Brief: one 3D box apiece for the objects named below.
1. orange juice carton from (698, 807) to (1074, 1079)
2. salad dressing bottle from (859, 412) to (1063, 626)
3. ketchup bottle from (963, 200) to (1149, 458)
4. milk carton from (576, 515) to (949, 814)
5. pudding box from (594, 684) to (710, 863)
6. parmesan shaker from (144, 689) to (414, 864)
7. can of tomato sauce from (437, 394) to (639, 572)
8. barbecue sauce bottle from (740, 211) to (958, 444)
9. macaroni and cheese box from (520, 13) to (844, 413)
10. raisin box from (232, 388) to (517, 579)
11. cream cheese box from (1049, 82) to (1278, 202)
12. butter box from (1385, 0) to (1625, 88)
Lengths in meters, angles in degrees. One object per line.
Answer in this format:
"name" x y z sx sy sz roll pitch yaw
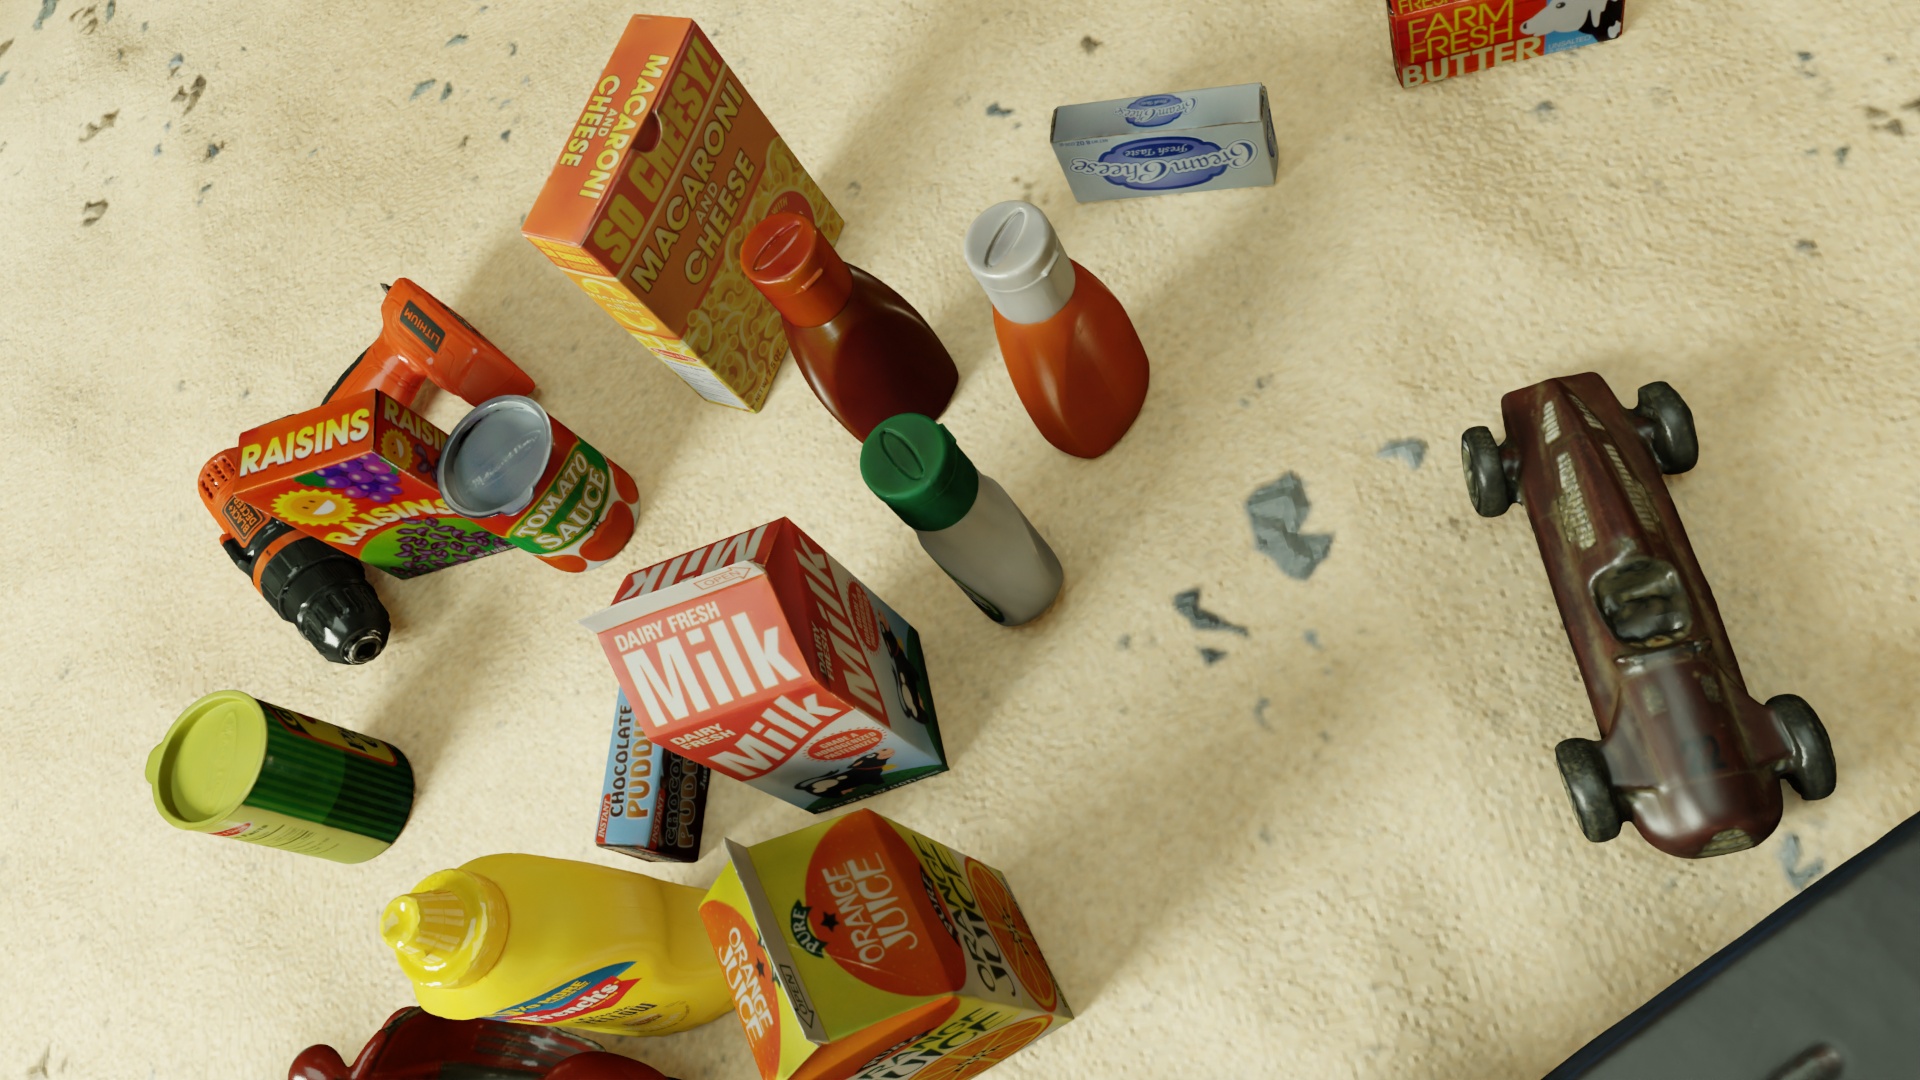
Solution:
"orange juice carton" -0.029 0.154 0.506 0.073 0.192 0.072 -32 61 6
"salad dressing bottle" 0.002 -0.007 0.589 0.044 0.147 0.064 -40 61 2
"ketchup bottle" 0.043 -0.092 0.608 0.043 0.148 0.065 24 79 27
"milk carton" -0.074 0.051 0.568 0.072 0.190 0.074 -20 63 12
"pudding box" -0.141 0.106 0.651 0.030 0.049 0.084 -3 68 20
"parmesan shaker" -0.333 0.119 0.687 0.071 0.103 0.071 -8 66 18
"can of tomato sauce" -0.214 -0.026 0.715 0.071 0.083 0.071 -8 66 18
"barbecue sauce bottle" -0.052 -0.097 0.646 0.065 0.148 0.044 -46 61 -2
"macaroni and cheese box" -0.128 -0.156 0.690 0.040 0.166 0.124 15 75 25
"raisin box" -0.297 -0.027 0.723 0.086 0.123 0.040 -14 65 15
"cream cheese box" 0.101 -0.194 0.684 0.104 0.053 0.024 0 69 21
"butter box" 0.254 -0.248 0.649 0.103 0.053 0.024 -9 66 17
